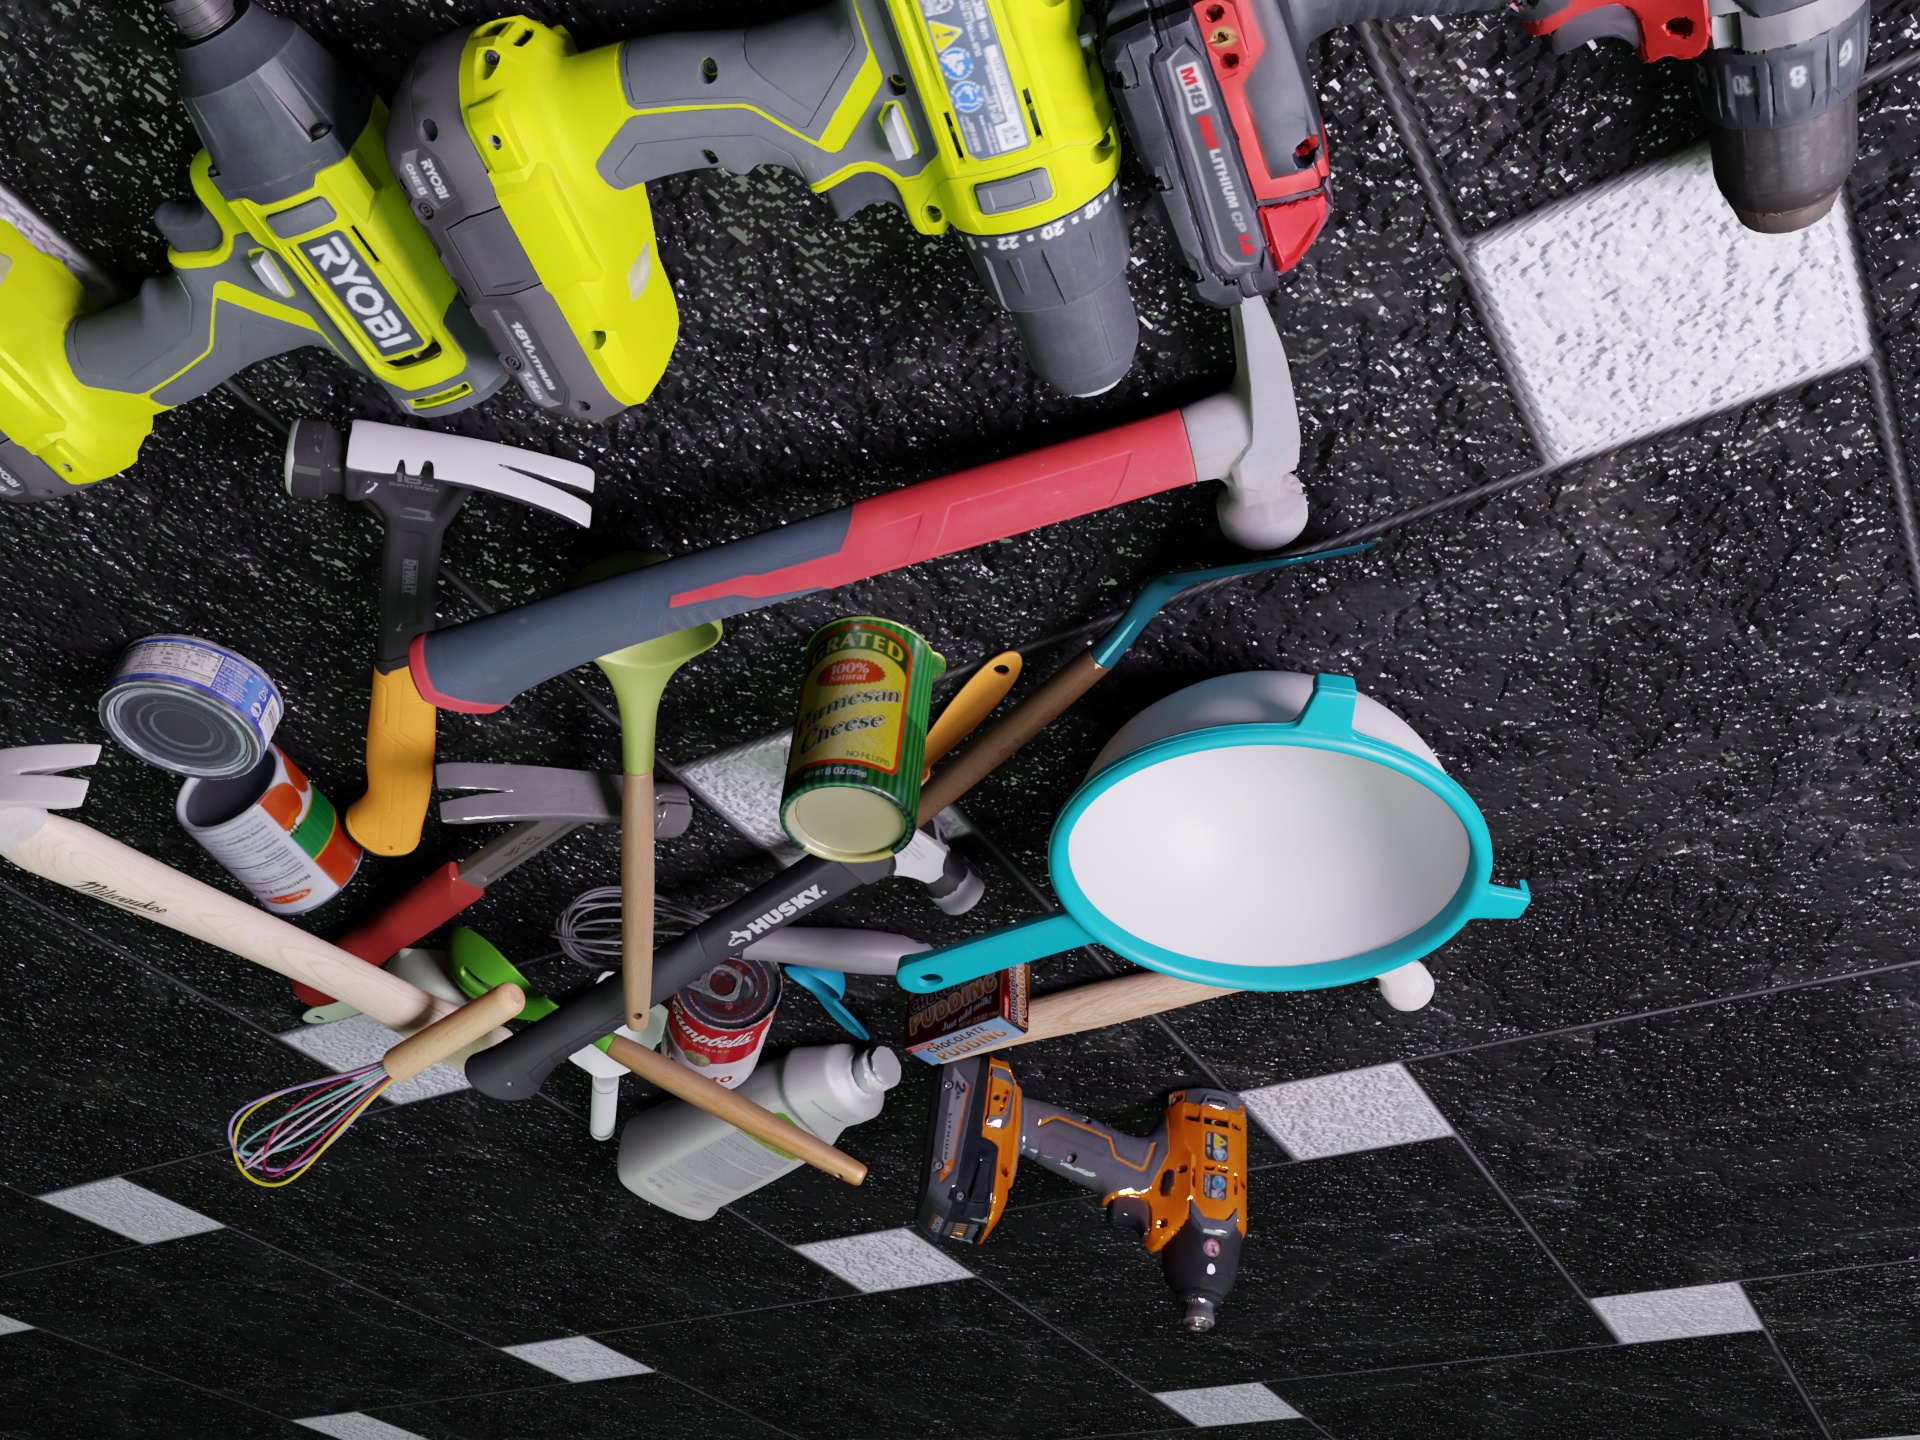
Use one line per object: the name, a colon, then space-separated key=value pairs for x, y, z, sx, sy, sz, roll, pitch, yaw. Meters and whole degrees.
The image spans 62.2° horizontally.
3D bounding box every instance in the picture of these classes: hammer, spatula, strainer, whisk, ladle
hammer: x=-0.161 y=0.135 z=0.930 sx=0.335 sy=0.035 sz=0.146 roll=-32 pitch=128 yaw=17
hammer: x=0.119 y=0.172 z=1.011 sx=0.331 sy=0.031 sz=0.129 roll=-18 pitch=136 yaw=26
spatula: x=0.055 y=-0.007 z=0.766 sx=0.317 sy=0.044 sz=0.082 roll=-41 pitch=165 yaw=36
hammer: x=-0.320 y=0.106 z=0.946 sx=0.149 sy=0.037 sz=0.359 roll=7 pitch=153 yaw=-45
hammer: x=-0.383 y=0.124 z=0.895 sx=0.146 sy=0.038 sz=0.410 roll=-11 pitch=148 yaw=22
hammer: x=-0.054 y=-0.083 z=0.658 sx=0.386 sy=0.038 sz=0.143 roll=-16 pitch=137 yaw=7
strainer: x=0.103 y=0.063 z=0.833 sx=0.340 sy=0.095 sz=0.210 roll=-23 pitch=130 yaw=33
whisk: x=-0.359 y=0.224 z=0.976 sx=0.245 sy=0.047 sz=0.051 roll=-31 pitch=144 yaw=18
ladle: x=-0.166 y=0.053 z=0.818 sx=0.078 sy=0.062 sz=0.320 roll=1 pitch=125 yaw=-10
whisk: x=-0.133 y=0.138 z=0.989 sx=0.239 sy=0.055 sz=0.055 roll=6 pitch=141 yaw=-9
hammer: x=-0.273 y=-0.022 z=0.807 sx=0.127 sy=0.034 sz=0.336 roll=7 pitch=144 yaw=-18
strainer: x=-0.256 y=0.260 z=1.156 sx=0.087 sy=0.050 sz=0.258 roll=-1 pitch=146 yaw=-15

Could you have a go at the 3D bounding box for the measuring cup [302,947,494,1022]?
measuring cup: x=-0.396 y=0.203 z=1.098 sx=0.167 sy=0.038 sz=0.083 roll=-17 pitch=136 yaw=22

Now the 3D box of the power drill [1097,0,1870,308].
power drill: x=0.172 y=-0.211 z=0.506 sx=0.227 sy=0.080 sz=0.187 roll=-15 pitch=137 yaw=19

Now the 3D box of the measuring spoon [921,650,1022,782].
measuring spoon: x=-0.001 y=-0.003 z=0.830 sx=0.021 sy=0.011 sz=0.117 roll=24 pitch=134 yaw=-20

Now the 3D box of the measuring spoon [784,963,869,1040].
measuring spoon: x=-0.080 y=0.183 z=1.062 sx=0.042 sy=0.021 sz=0.128 roll=17 pitch=156 yaw=25

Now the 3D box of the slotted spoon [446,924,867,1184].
slotted spoon: x=-0.201 y=0.219 z=1.019 sx=0.314 sy=0.031 sz=0.070 roll=26 pitch=140 yaw=6

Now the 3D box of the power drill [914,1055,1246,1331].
power drill: x=0.087 y=0.323 z=1.097 sx=0.226 sy=0.164 sz=0.084 roll=11 pitch=141 yaw=-4

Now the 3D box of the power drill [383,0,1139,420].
power drill: x=-0.057 y=-0.181 z=0.548 sx=0.228 sy=0.080 sz=0.190 roll=-9 pitch=130 yaw=18

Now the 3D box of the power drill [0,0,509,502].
power drill: x=-0.305 y=-0.174 z=0.603 sx=0.223 sy=0.080 sz=0.171 roll=-13 pitch=138 yaw=15
